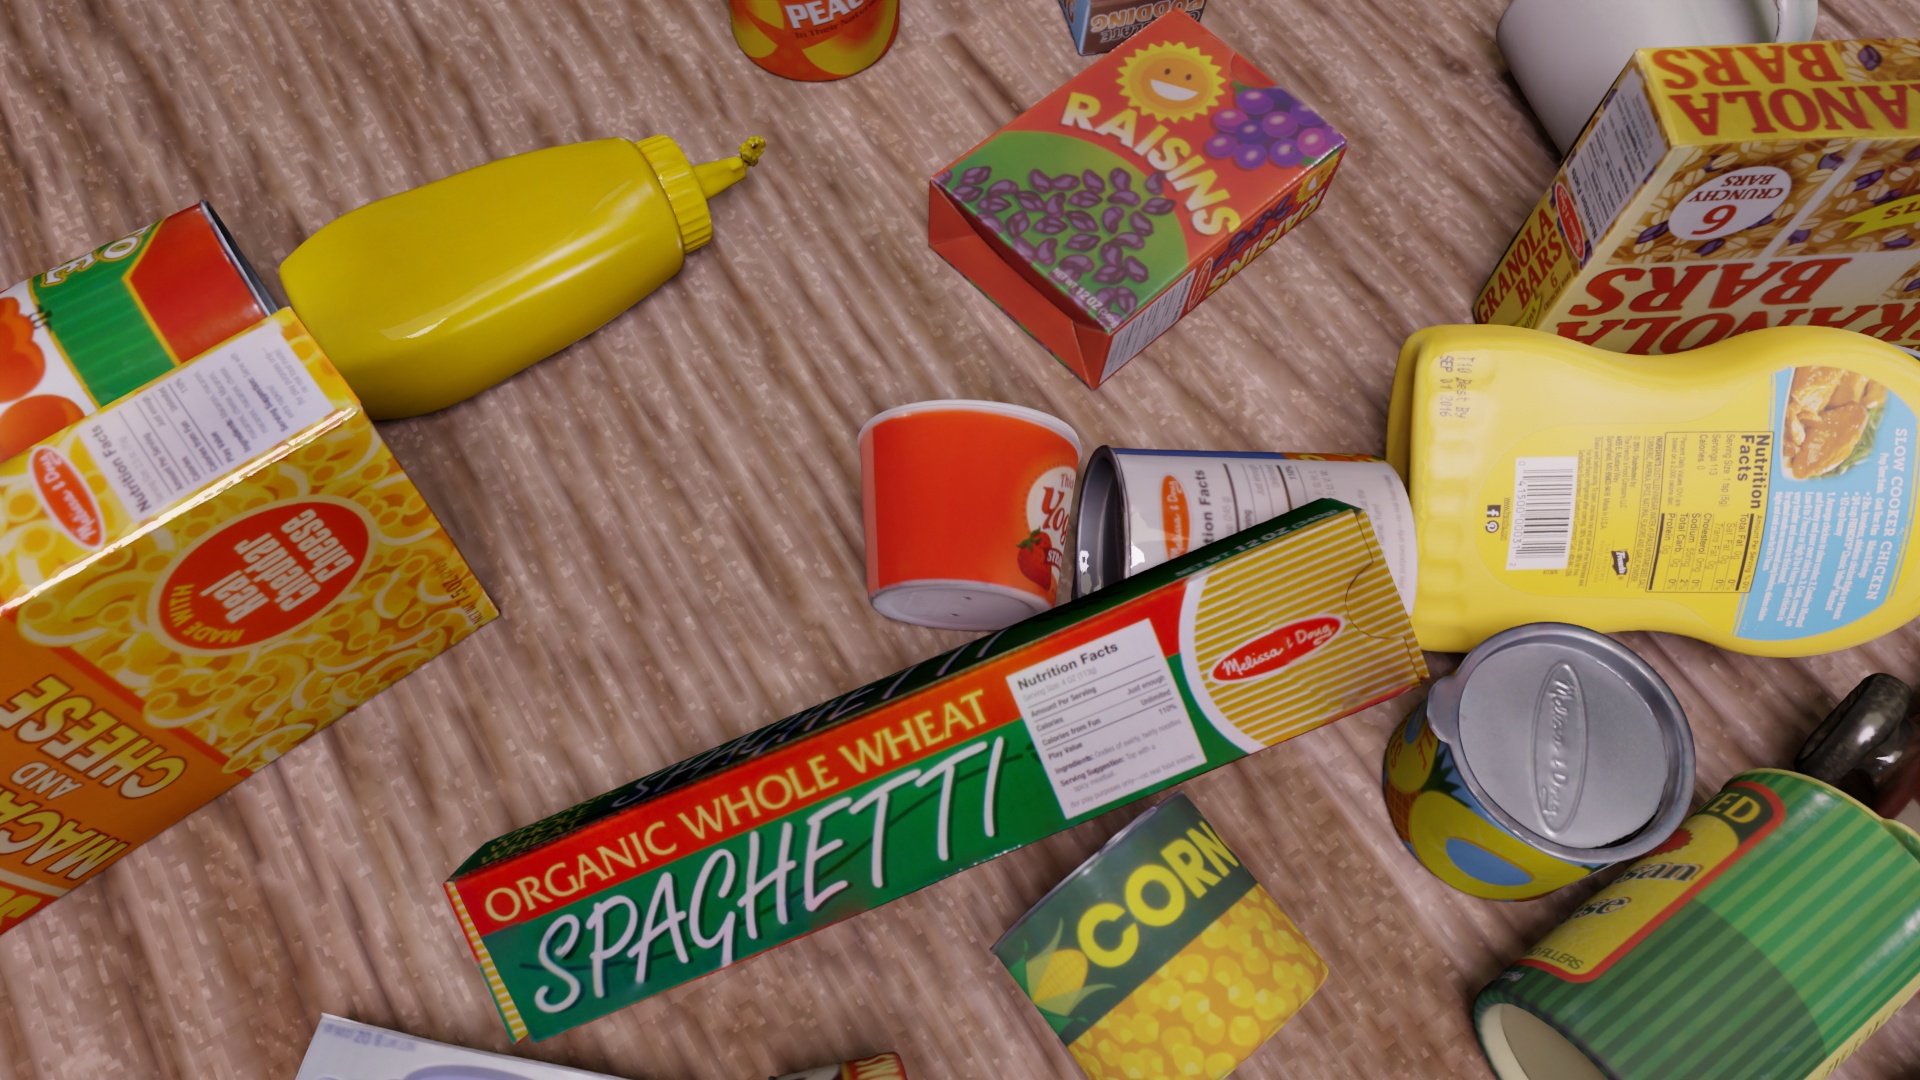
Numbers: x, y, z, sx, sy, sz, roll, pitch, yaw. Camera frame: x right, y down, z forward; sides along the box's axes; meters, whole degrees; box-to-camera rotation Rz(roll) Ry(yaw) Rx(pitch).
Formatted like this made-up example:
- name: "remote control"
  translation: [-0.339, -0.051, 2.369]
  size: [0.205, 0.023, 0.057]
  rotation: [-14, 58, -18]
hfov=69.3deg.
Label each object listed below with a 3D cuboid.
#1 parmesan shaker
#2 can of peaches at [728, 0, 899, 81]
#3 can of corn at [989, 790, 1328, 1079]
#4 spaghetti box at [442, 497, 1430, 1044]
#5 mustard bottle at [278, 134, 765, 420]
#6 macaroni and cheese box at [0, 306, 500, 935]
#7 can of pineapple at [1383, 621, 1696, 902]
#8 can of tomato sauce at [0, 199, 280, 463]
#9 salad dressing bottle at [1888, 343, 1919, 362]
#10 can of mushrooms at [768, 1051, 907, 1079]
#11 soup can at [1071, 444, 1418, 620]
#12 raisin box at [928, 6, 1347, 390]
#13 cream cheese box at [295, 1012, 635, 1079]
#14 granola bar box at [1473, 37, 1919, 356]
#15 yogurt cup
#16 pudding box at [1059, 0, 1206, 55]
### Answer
- name: "parmesan shaker"
  translation: [0.194, 0.114, 0.360]
  size: [0.103, 0.071, 0.071]
  rotation: [-31, 70, -16]
- name: "can of peaches"
  translation: [-0.054, -0.212, 0.513]
  size: [0.071, 0.057, 0.071]
  rotation: [2, 64, -3]
- name: "can of corn"
  translation: [0.052, 0.107, 0.356]
  size: [0.071, 0.071, 0.058]
  rotation: [-35, 72, -18]
- name: "spaghetti box"
  translation: [-0.007, 0.059, 0.358]
  size: [0.250, 0.029, 0.050]
  rotation: [-22, 98, 2]
- name: "mustard bottle"
  translation: [-0.134, -0.096, 0.458]
  size: [0.161, 0.048, 0.065]
  rotation: [-27, 68, -16]
- name: "macaroni and cheese box"
  translation: [-0.213, 0.029, 0.351]
  size: [0.167, 0.123, 0.040]
  rotation: [-36, 70, -18]
- name: "can of pineapple"
  translation: [0.158, 0.063, 0.391]
  size: [0.071, 0.057, 0.071]
  rotation: [1, 64, -2]
- name: "can of tomato sauce"
  translation: [-0.251, -0.057, 0.422]
  size: [0.083, 0.071, 0.071]
  rotation: [-32, 70, -16]
- name: "salad dressing bottle"
  translation: [0.250, -0.037, 0.452]
  size: [0.148, 0.043, 0.064]
  rotation: [4, 68, -1]
- name: "can of mushrooms"
  translation: [-0.025, 0.156, 0.328]
  size: [0.033, 0.070, 0.071]
  rotation: [-9, 65, -9]
- name: "soup can"
  translation: [0.080, 0.007, 0.409]
  size: [0.084, 0.071, 0.071]
  rotation: [1, 64, -7]
- name: "raisin box"
  translation: [0.061, -0.123, 0.486]
  size: [0.124, 0.040, 0.086]
  rotation: [-39, 71, -20]
- name: "cream cheese box"
  translation: [-0.119, 0.157, 0.348]
  size: [0.104, 0.024, 0.053]
  rotation: [11, 65, 2]
- name: "granola bar box"
  translation: [0.267, -0.101, 0.439]
  size: [0.166, 0.123, 0.039]
  rotation: [-4, 65, -5]
- name: "yogurt cup"
  translation: [0.001, -0.005, 0.413]
  size: [0.072, 0.072, 0.054]
  rotation: [4, 72, -1]
- name: "pudding box"
  translation: [0.060, -0.233, 0.545]
  size: [0.050, 0.030, 0.084]
  rotation: [-12, 65, -10]
